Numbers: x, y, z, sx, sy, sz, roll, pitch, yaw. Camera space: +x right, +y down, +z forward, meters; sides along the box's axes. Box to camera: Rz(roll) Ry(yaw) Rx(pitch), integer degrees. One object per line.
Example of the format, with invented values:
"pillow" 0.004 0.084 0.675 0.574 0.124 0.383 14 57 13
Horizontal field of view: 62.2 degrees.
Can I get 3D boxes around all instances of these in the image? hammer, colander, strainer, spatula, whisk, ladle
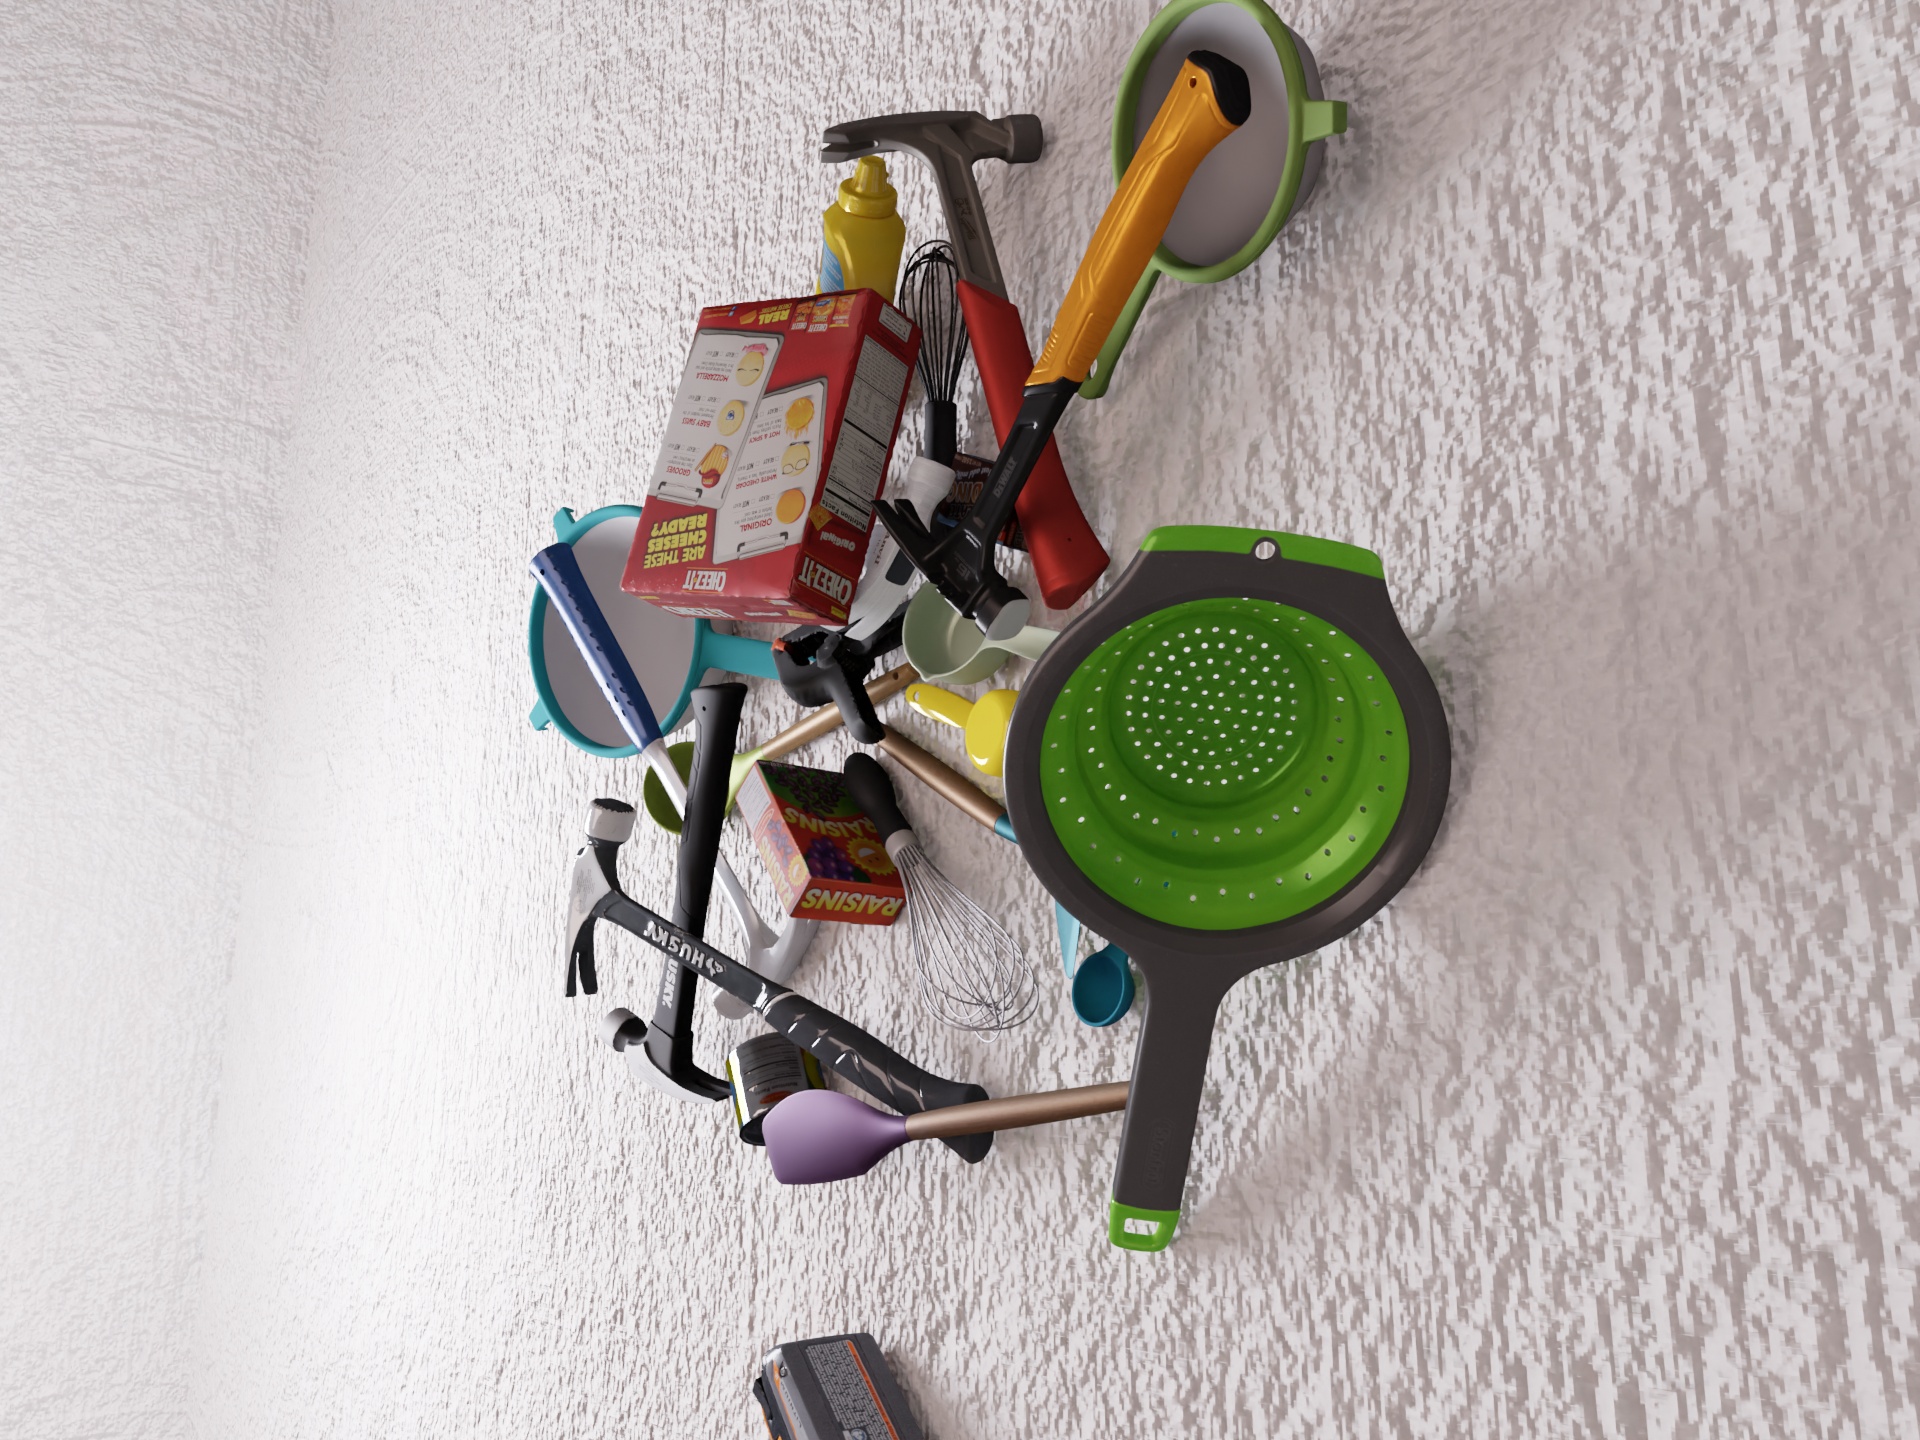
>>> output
"hammer" 0.016 -0.236 1.005 0.036 0.149 0.359 110 149 -67
"colander" 0.116 0.085 0.802 0.094 0.204 0.397 -78 -5 -68
"hammer" 0.057 -0.211 0.887 0.127 0.034 0.336 48 126 28
"strainer" 0.137 -0.284 0.901 0.152 0.069 0.256 60 146 27
"spatula" 0.005 0.055 1.006 0.318 0.044 0.082 33 123 54
"spatula" -0.010 0.238 0.948 0.316 0.018 0.060 -19 84 37
"strainer" -0.212 -0.063 1.314 0.340 0.095 0.211 11 95 34
"hammer" -0.101 -0.142 1.167 0.331 0.033 0.128 29 97 63
"whisk" -0.017 -0.216 1.101 0.055 0.055 0.239 -9 79 53
"hammer" -0.138 0.191 1.081 0.409 0.036 0.149 23 102 36
"hammer" -0.232 0.026 1.242 0.144 0.035 0.406 -45 68 36
"hammer" -0.195 0.128 1.181 0.146 0.035 0.334 26 113 36
"ladle" -0.141 0.016 1.209 0.320 0.062 0.078 -27 74 45
"whisk" -0.024 0.103 1.033 0.070 0.070 0.285 -63 34 22

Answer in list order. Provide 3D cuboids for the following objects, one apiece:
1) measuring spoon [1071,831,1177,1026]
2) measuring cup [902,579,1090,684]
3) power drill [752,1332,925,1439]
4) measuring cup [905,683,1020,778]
"measuring spoon" 0.103 0.114 0.887 0.042 0.021 0.128 36 102 52
"measuring cup" 0.035 -0.049 1.003 0.168 0.038 0.083 18 87 40
"power drill" -0.110 0.506 1.029 0.164 0.084 0.226 49 125 48
"measuring cup" -0.002 -0.003 1.041 0.157 0.029 0.062 22 100 52
